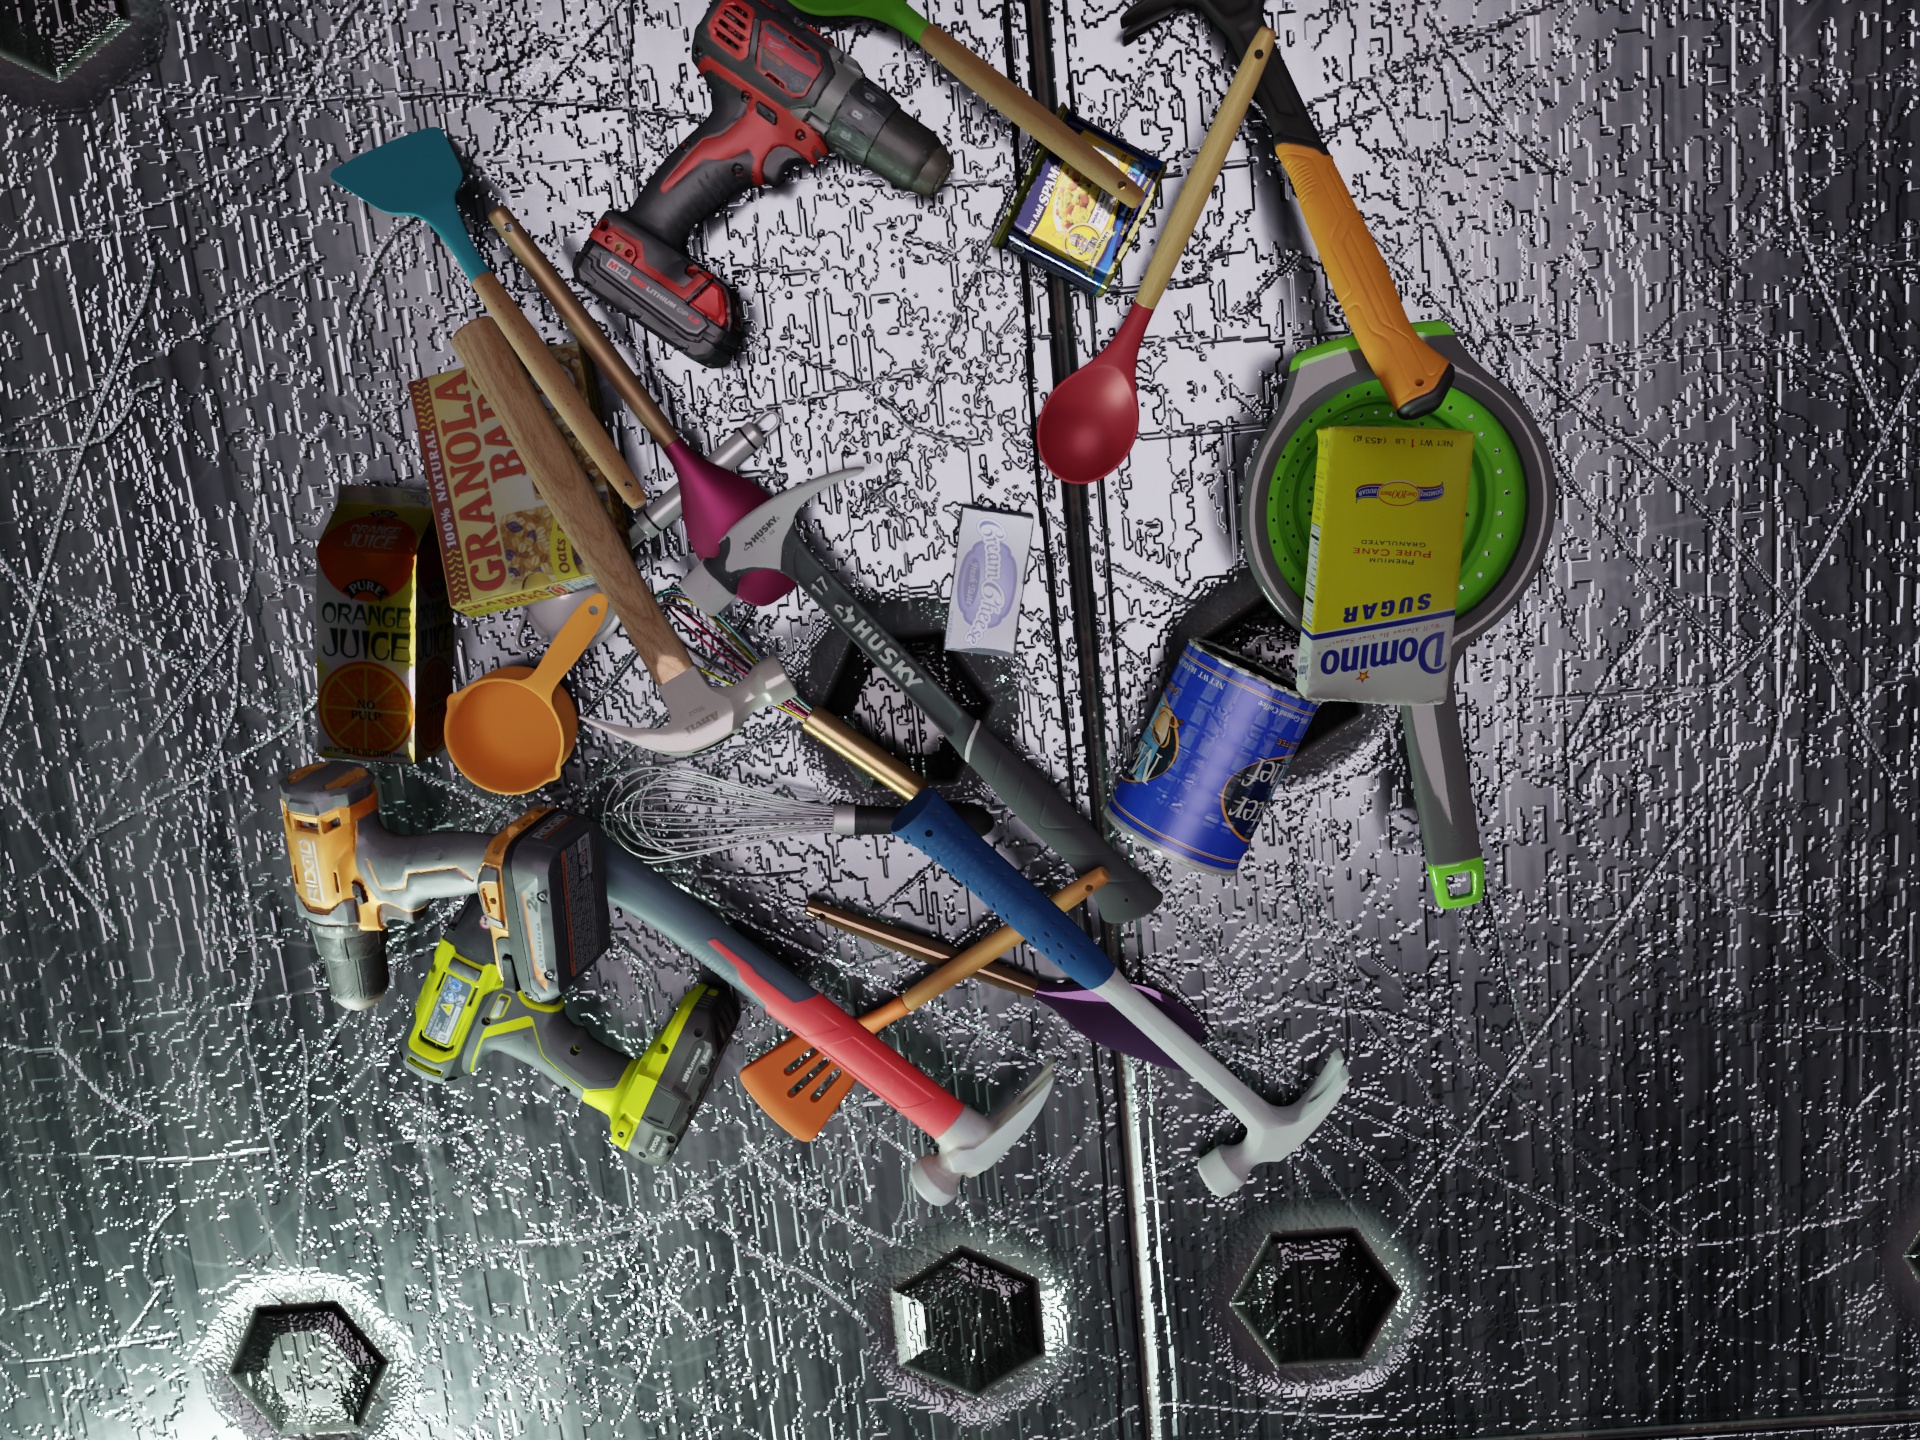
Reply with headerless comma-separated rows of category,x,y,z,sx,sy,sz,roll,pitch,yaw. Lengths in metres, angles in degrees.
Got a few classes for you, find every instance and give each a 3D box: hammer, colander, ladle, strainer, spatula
hammer,0.113,0.186,1.139,0.144,0.035,0.405,-42,109,17
colander,0.305,-0.068,1.098,0.204,0.094,0.397,-12,101,4
ladle,0.131,-0.298,1.047,0.069,0.031,0.315,20,121,-8
strainer,-0.229,-0.136,1.131,0.258,0.050,0.087,-39,83,5
spatula,0.033,0.191,1.197,0.316,0.018,0.059,20,109,-3
hammer,-0.002,-0.004,1.128,0.149,0.036,0.408,-43,102,7
spatula,-0.301,-0.268,1.055,0.082,0.044,0.317,-34,86,-20
hammer,0.221,-0.342,1.020,0.127,0.034,0.337,-23,79,6
spatula,-0.021,0.201,1.174,0.322,0.041,0.081,-36,105,19
hammer,-0.113,0.192,1.146,0.386,0.038,0.143,39,106,-10
hammer,-0.247,-0.123,1.056,0.130,0.031,0.331,-31,83,-3

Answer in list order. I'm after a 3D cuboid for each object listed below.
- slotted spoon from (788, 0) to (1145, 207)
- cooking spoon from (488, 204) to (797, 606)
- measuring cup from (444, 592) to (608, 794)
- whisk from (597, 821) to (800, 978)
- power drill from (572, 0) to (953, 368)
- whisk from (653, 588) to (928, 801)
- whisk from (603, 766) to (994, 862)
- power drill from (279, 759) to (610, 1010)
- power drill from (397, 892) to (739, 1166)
slotted spoon,-0.004,-0.429,1.034,0.314,0.031,0.070,41,101,10
cooking spoon,-0.214,-0.210,1.084,0.069,0.017,0.318,-37,110,-2
measuring cup,-0.296,-0.028,1.139,0.095,0.052,0.173,37,105,-7
whisk,-0.215,0.144,1.183,0.239,0.055,0.055,35,100,-10
power drill,-0.133,-0.348,1.068,0.188,0.080,0.226,33,97,-5
whisk,-0.125,-0.019,1.144,0.245,0.047,0.051,35,106,-4
whisk,-0.117,0.073,1.162,0.284,0.070,0.070,2,101,-3
power drill,-0.360,0.132,1.100,0.226,0.084,0.185,8,114,17
power drill,-0.288,0.220,1.185,0.223,0.080,0.171,25,102,0
